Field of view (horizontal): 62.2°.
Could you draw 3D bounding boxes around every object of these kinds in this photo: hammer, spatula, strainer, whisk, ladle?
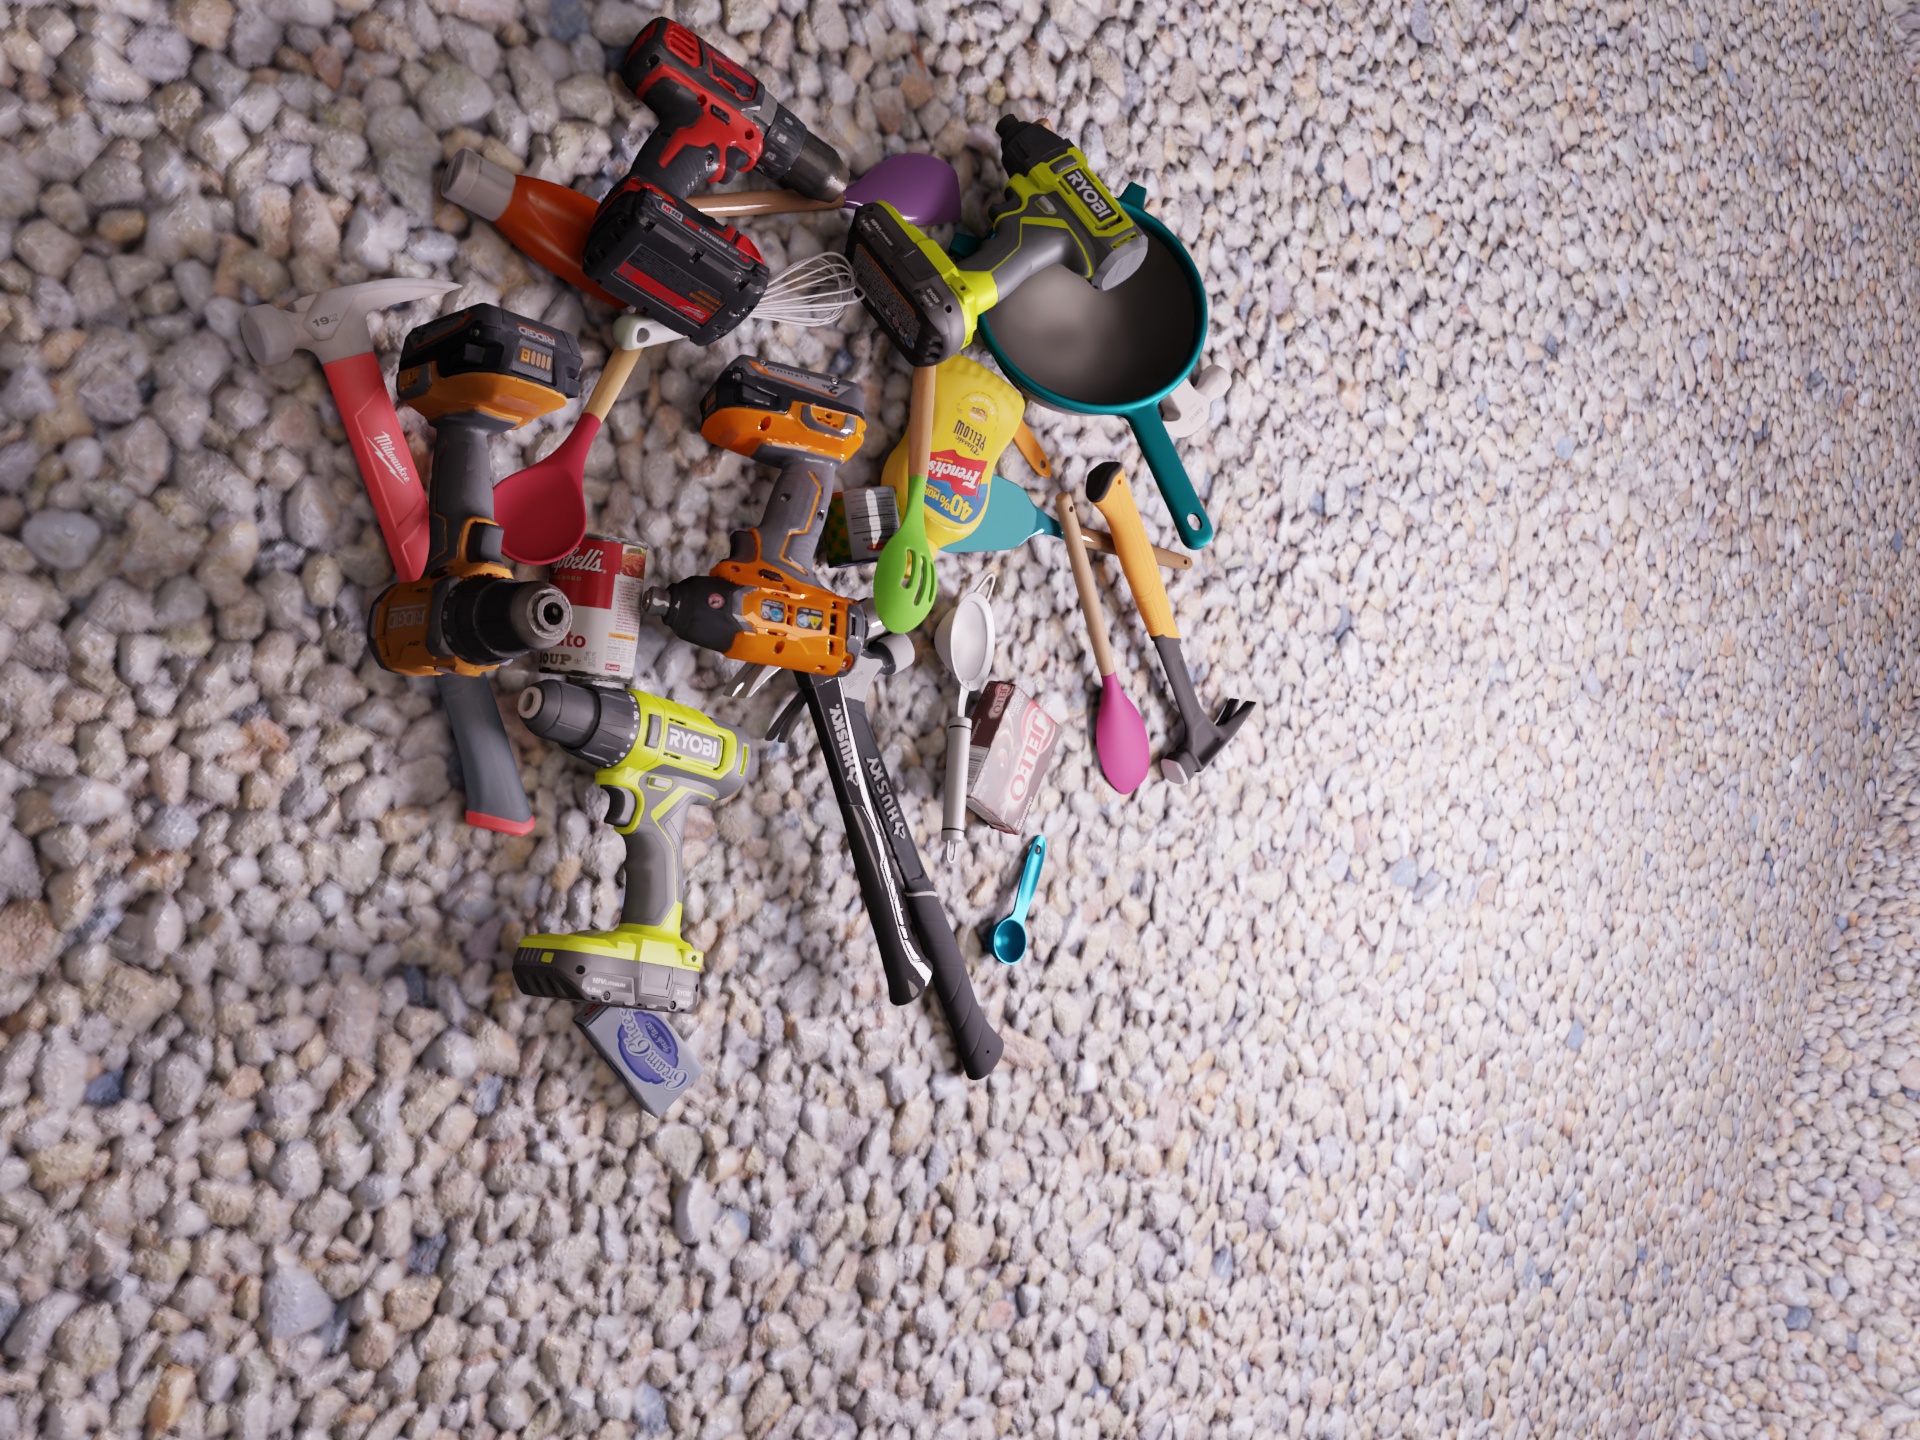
[{"bbox_3d":[-0.355,-0.105,1.096,0.143,0.038,0.386,-27,109,-37],"label":"hammer"},{"bbox_3d":[0.109,-0.173,1.487,0.317,0.044,0.082,8,87,-44],"label":"spatula"},{"bbox_3d":[-0.086,0.079,1.289,0.146,0.035,0.334,-26,110,-34],"label":"hammer"},{"bbox_3d":[0.145,-0.408,1.494,0.130,0.031,0.331,-50,121,-26],"label":"hammer"},{"bbox_3d":[-0.002,-0.004,1.365,0.086,0.050,0.259,35,55,-59],"label":"strainer"},{"bbox_3d":[0.129,-0.293,1.395,0.211,0.095,0.340,-21,82,-16],"label":"strainer"},{"bbox_3d":[-0.165,-0.315,1.212,0.246,0.059,0.057,-28,140,-43],"label":"whisk"},{"bbox_3d":[-0.258,-0.240,1.152,0.069,0.031,0.316,27,65,-14],"label":"ladle"},{"bbox_3d":[-0.118,-0.423,1.283,0.316,0.018,0.059,-19,108,-38],"label":"spatula"},{"bbox_3d":[0.195,-0.103,1.529,0.127,0.034,0.336,-43,125,-28],"label":"hammer"},{"bbox_3d":[-0.043,0.136,1.371,0.149,0.036,0.408,-32,112,-33],"label":"hammer"}]

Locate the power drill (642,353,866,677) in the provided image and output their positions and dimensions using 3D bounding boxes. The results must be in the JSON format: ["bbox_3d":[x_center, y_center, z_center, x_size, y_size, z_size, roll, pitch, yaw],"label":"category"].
[{"bbox_3d":[-0.152,-0.153,1.195,0.164,0.084,0.227,9,72,-26],"label":"power drill"}]

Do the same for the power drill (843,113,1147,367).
[{"bbox_3d":[0.021,-0.402,1.313,0.223,0.080,0.171,-33,79,-21],"label":"power drill"}]

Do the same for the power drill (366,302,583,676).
[{"bbox_3d":[-0.297,-0.140,1.000,0.084,0.185,0.226,12,81,-45],"label":"power drill"}]

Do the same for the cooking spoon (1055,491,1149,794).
[{"bbox_3d":[0.132,-0.067,1.491,0.069,0.017,0.318,-37,123,-32],"label":"cooking spoon"}]

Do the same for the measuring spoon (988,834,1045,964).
[{"bbox_3d":[0.052,0.164,1.468,0.042,0.021,0.129,36,61,-34],"label":"measuring spoon"}]

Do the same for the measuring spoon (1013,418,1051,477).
[{"bbox_3d":[0.054,-0.266,1.439,0.021,0.011,0.116,-51,122,-25],"label":"measuring spoon"}]

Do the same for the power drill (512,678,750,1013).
[{"bbox_3d":[-0.248,0.088,1.147,0.190,0.080,0.229,21,70,-48],"label":"power drill"}]

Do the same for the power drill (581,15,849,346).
[{"bbox_3d":[-0.172,-0.387,1.164,0.187,0.080,0.227,27,54,-31],"label":"power drill"}]

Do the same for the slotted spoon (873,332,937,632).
[{"bbox_3d":[-0.035,-0.221,1.294,0.070,0.031,0.314,25,62,-48],"label":"slotted spoon"}]
